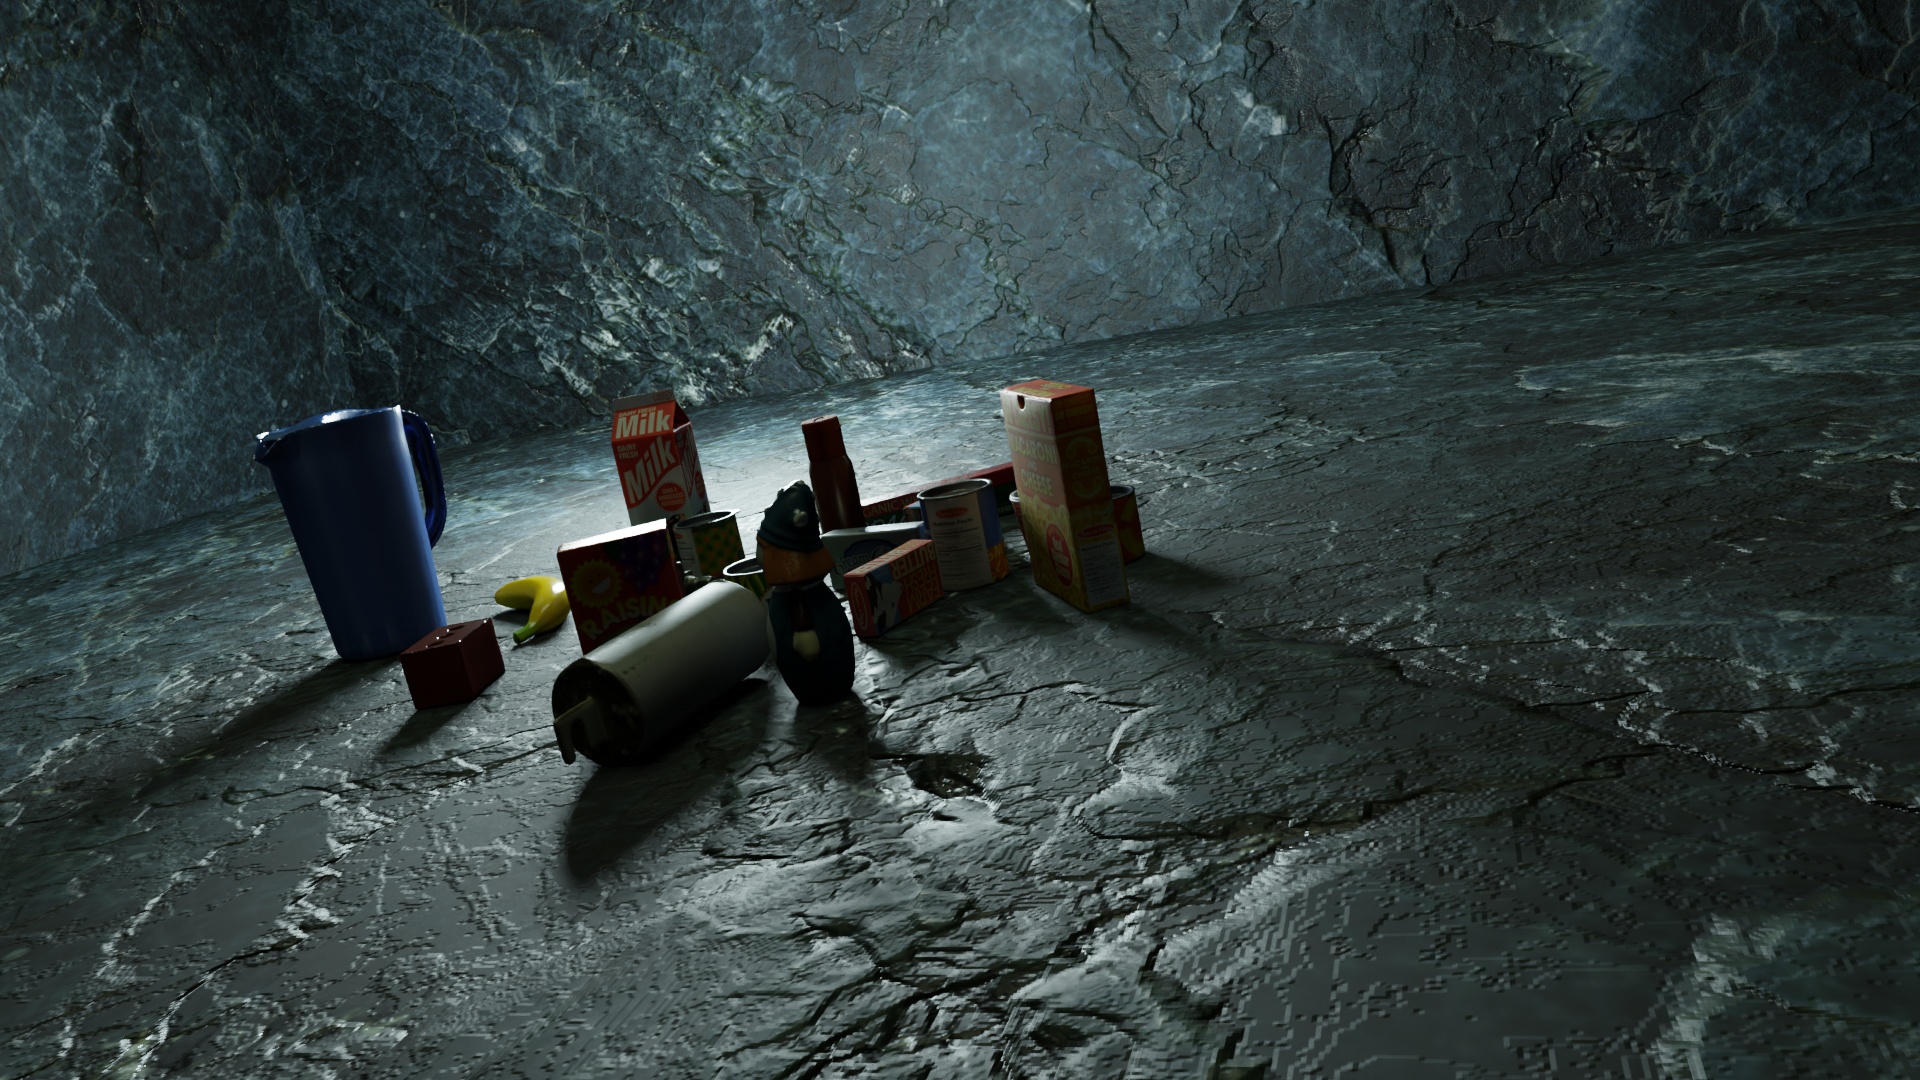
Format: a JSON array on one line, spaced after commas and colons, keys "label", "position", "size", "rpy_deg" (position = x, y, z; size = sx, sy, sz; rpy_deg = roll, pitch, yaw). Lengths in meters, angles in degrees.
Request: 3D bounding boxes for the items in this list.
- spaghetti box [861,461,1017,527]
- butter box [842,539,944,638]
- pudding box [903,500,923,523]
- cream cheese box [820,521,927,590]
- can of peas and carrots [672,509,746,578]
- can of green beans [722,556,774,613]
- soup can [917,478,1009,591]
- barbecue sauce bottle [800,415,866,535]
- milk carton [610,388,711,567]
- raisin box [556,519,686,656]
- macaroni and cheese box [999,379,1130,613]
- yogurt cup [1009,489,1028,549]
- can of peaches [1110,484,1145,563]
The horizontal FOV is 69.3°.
[{"label": "spaghetti box", "position": [-0.009, -0.038, 1.432], "size": [0.251, 0.050, 0.029], "rpy_deg": [-15, 13, -17]}, {"label": "butter box", "position": [-0.053, 0.038, 1.133], "size": [0.024, 0.053, 0.104], "rpy_deg": [-3, 15, 33]}, {"label": "pudding box", "position": [-0.018, -0.021, 1.367], "size": [0.030, 0.049, 0.084], "rpy_deg": [-2, 15, 36]}, {"label": "cream cheese box", "position": [-0.073, 0.014, 1.252], "size": [0.103, 0.053, 0.024], "rpy_deg": [-5, 14, 27]}, {"label": "can of peas and carrots", "position": [-0.258, 0.004, 1.448], "size": [0.071, 0.058, 0.071], "rpy_deg": [-11, 12, 3]}, {"label": "can of green beans", "position": [-0.163, 0.046, 1.180], "size": [0.071, 0.057, 0.071], "rpy_deg": [-11, 12, 3]}, {"label": "soup can", "position": [0.004, -0.006, 1.204], "size": [0.071, 0.083, 0.071], "rpy_deg": [-11, 12, 3]}, {"label": "barbecue sauce bottle", "position": [-0.119, -0.044, 1.332], "size": [0.044, 0.148, 0.065], "rpy_deg": [-10, 12, 7]}, {"label": "milk carton", "position": [-0.326, -0.067, 1.519], "size": [0.072, 0.190, 0.073], "rpy_deg": [-10, 12, 7]}, {"label": "raisin box", "position": [-0.256, 0.054, 1.078], "size": [0.086, 0.123, 0.040], "rpy_deg": [-13, 12, -9]}, {"label": "macaroni and cheese box", "position": [0.079, -0.038, 1.086], "size": [0.040, 0.166, 0.124], "rpy_deg": [-15, 13, -14]}, {"label": "yogurt cup", "position": [0.083, -0.022, 1.271], "size": [0.072, 0.053, 0.072], "rpy_deg": [-11, 12, 3]}, {"label": "can of peaches", "position": [0.119, -0.011, 1.181], "size": [0.071, 0.058, 0.071], "rpy_deg": [-11, 12, 3]}]
